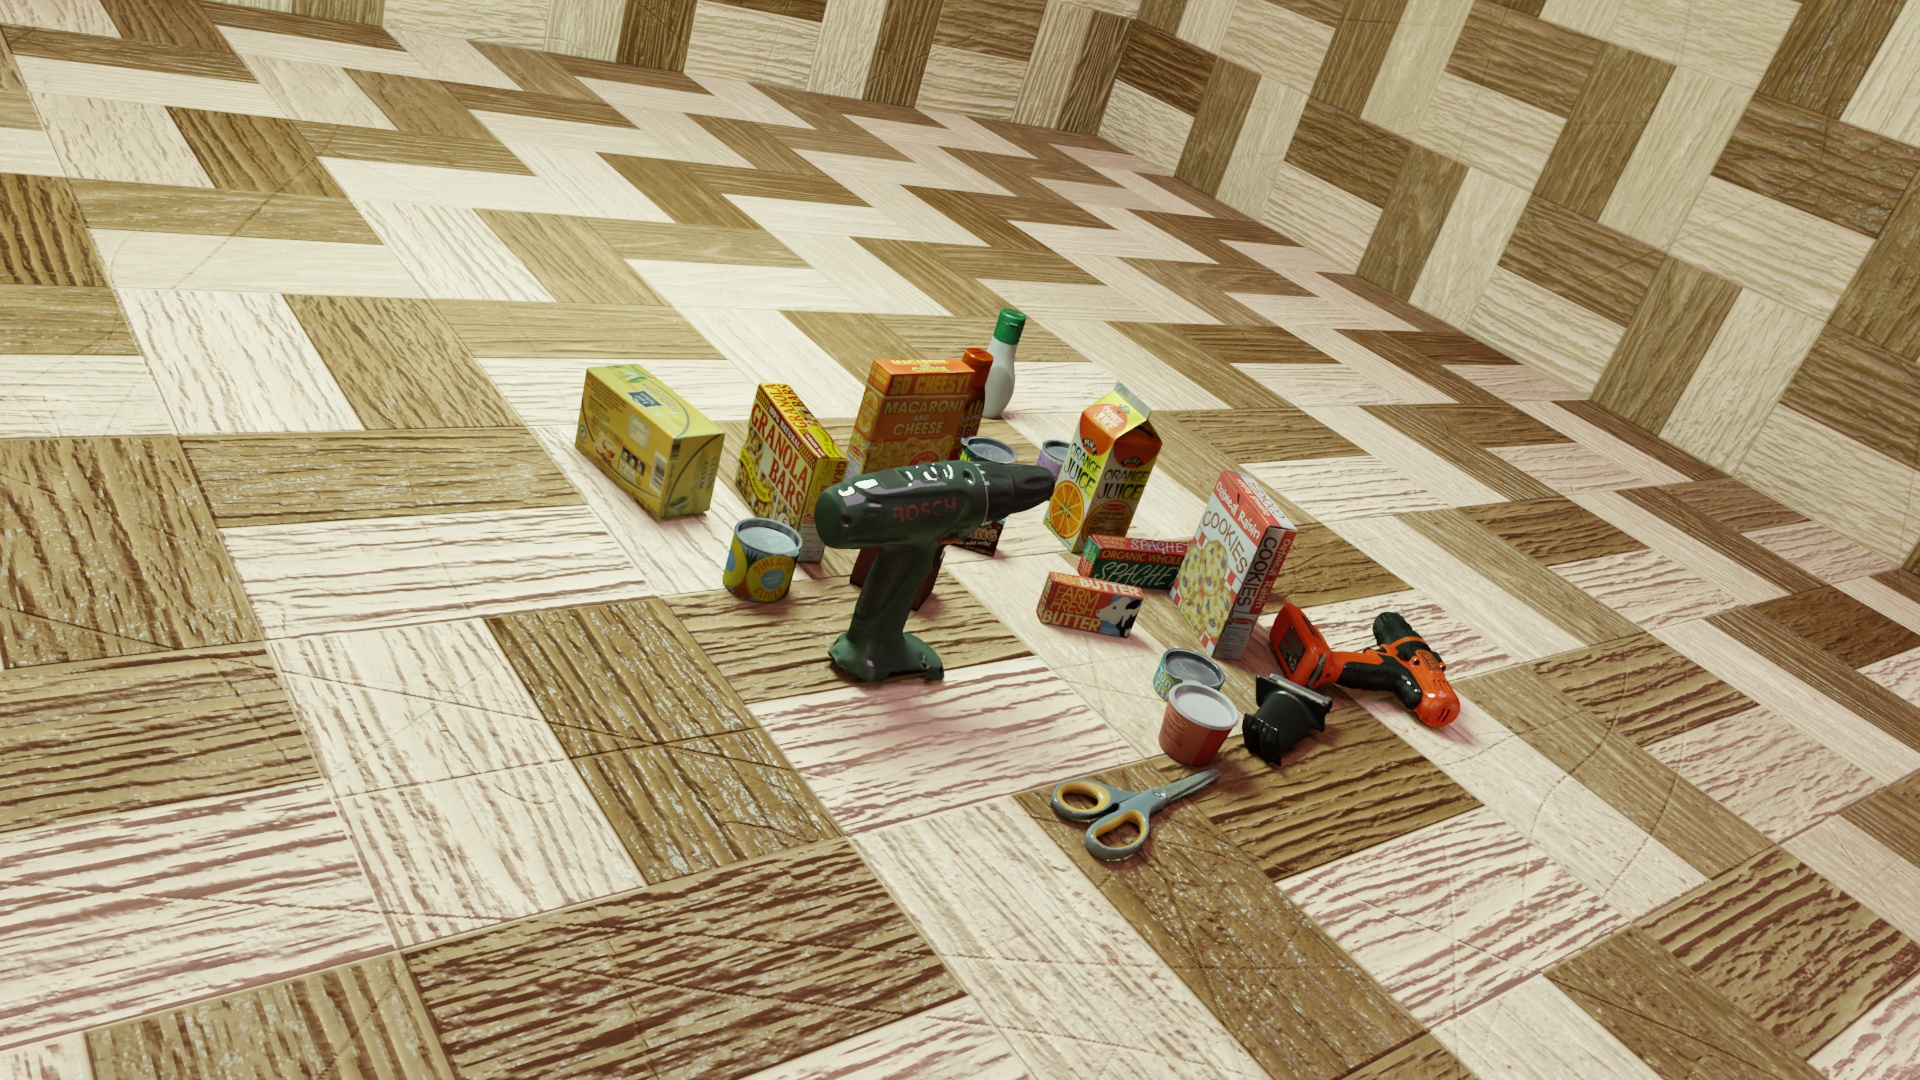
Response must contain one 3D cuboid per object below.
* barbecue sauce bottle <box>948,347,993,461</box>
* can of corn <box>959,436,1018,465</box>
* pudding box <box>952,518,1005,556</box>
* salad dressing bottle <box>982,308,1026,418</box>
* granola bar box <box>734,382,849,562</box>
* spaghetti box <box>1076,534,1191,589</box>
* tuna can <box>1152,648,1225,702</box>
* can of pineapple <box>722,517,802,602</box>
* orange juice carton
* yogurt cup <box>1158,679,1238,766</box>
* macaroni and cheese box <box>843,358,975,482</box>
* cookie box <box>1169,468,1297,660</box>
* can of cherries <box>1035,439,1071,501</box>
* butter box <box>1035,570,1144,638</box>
[{"bbox_3d":[0.002,-0.162,1.698,0.044,0.147,0.065,36,31,31],"label":"barbecue sauce bottle"},{"bbox_3d":[0.027,-0.086,1.669,0.071,0.058,0.071,15,27,-7],"label":"can of corn"},{"bbox_3d":[0.005,-0.019,1.539,0.084,0.049,0.030,16,26,-4],"label":"pudding box"},{"bbox_3d":[0.051,-0.239,1.876,0.064,0.147,0.044,12,27,-13],"label":"salad dressing bottle"},{"bbox_3d":[-0.179,-0.072,1.441,0.039,0.123,0.166,0,32,-33],"label":"granola bar box"},{"bbox_3d":[0.253,0.030,1.601,0.250,0.050,0.029,5,29,-25],"label":"spaghetti box"},{"bbox_3d":[0.227,0.141,1.394,0.071,0.032,0.071,15,27,-7],"label":"tuna can"},{"bbox_3d":[-0.190,0.020,1.333,0.071,0.057,0.071,15,27,-7],"label":"can of pineapple"},{"bbox_3d":[0.170,-0.084,1.607,0.073,0.191,0.072,1,31,-32],"label":"orange juice carton"},{"bbox_3d":[0.220,0.174,1.302,0.072,0.053,0.073,15,27,-7],"label":"yogurt cup"},{"bbox_3d":[-0.063,-0.123,1.564,0.124,0.165,0.040,-7,36,-41],"label":"macaroni and cheese box"},{"bbox_3d":[0.292,0.025,1.504,0.040,0.166,0.123,8,28,-21],"label":"cookie box"},{"bbox_3d":[0.126,-0.084,1.727,0.071,0.058,0.072,15,27,-7],"label":"can of cherries"},{"bbox_3d":[0.135,0.067,1.453,0.103,0.053,0.024,11,27,-14],"label":"butter box"}]
